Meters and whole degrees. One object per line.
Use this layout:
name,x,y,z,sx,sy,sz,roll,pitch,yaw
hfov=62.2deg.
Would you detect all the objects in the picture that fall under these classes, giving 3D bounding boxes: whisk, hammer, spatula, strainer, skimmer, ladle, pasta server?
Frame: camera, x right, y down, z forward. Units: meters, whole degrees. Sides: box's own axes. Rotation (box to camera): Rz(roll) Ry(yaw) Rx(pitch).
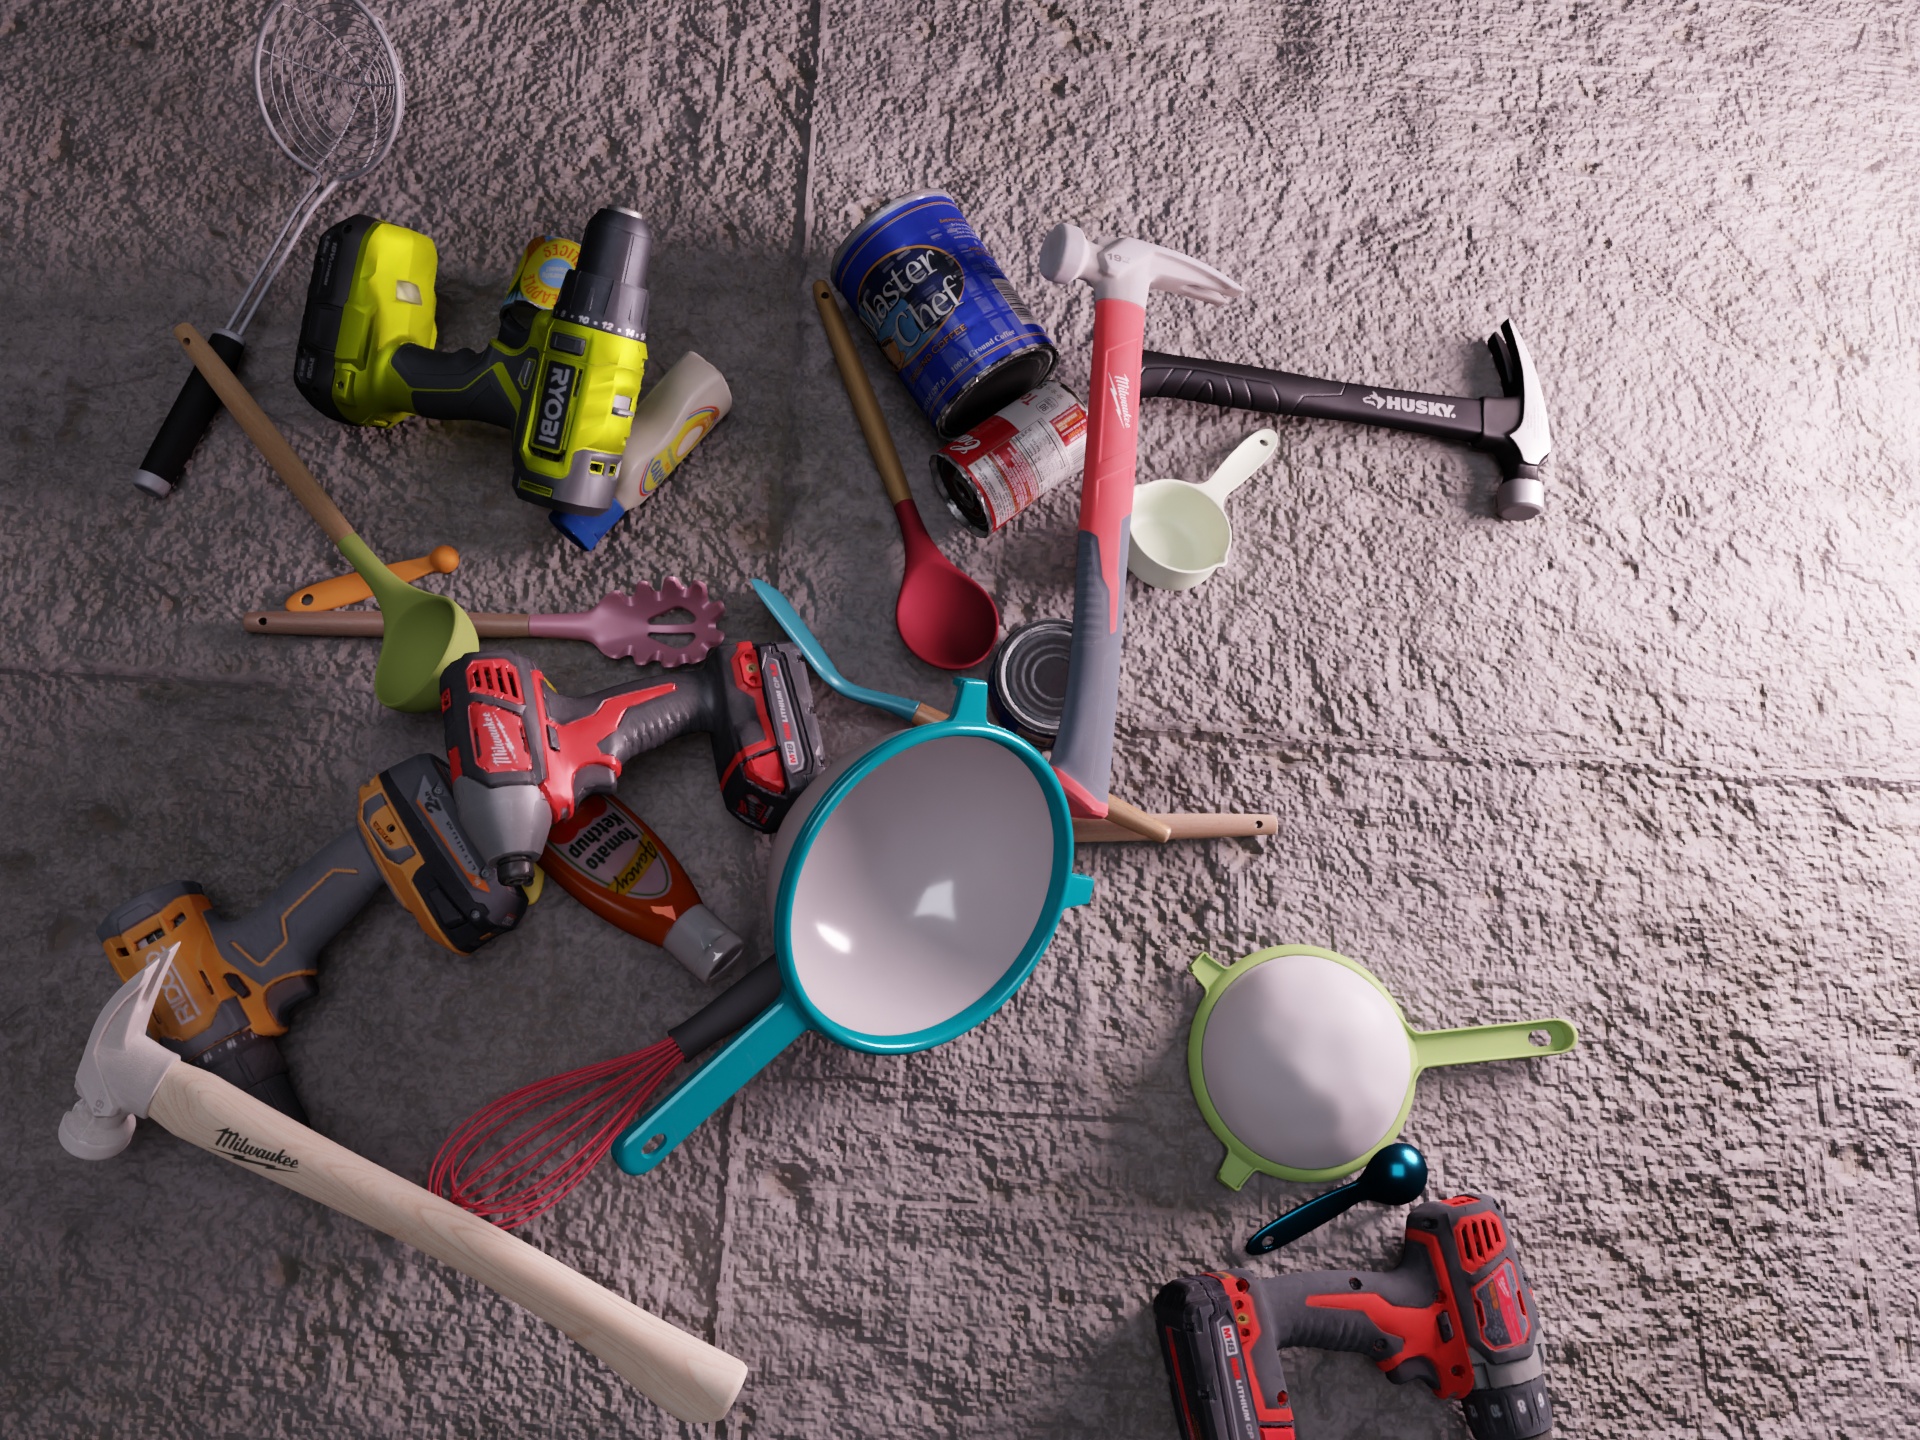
whisk,-0.190,0.213,0.977,0.296,0.073,0.073,-33,80,-19
hammer,0.108,-0.127,1.042,0.143,0.038,0.386,9,80,-23
hammer,-0.302,0.276,0.898,0.410,0.038,0.146,30,114,-4
spatula,-0.002,-0.003,1.046,0.317,0.082,0.044,26,93,2
strainer,0.276,0.210,1.008,0.256,0.069,0.152,-4,75,-5
hammer,0.259,-0.236,1.141,0.334,0.035,0.146,7,74,-6
strainer,-0.086,0.131,0.958,0.340,0.095,0.210,-41,126,-16
skimmer,-0.487,-0.327,1.081,0.127,0.090,0.363,16,74,17
ladle,-0.417,-0.136,1.021,0.078,0.062,0.320,-41,83,13
spatula,0.054,0.075,1.054,0.316,0.018,0.060,-2,85,-5
pasta server,-0.313,-0.064,1.052,0.316,0.040,0.060,1,85,-4
ladle,-0.049,-0.174,1.111,0.069,0.031,0.316,-17,75,-12

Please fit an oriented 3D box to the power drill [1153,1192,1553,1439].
power drill,0.246,0.398,0.953,0.226,0.080,0.188,-9,76,-10

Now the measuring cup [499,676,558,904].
measuring cup,-0.285,0.040,1.028,0.062,0.029,0.157,-6,76,-7

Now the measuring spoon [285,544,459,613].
measuring spoon,-0.395,-0.095,1.066,0.117,0.011,0.021,-19,77,-10

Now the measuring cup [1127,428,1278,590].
measuring cup,0.173,-0.153,1.125,0.083,0.038,0.167,41,58,7

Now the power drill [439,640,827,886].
power drill,-0.201,0.023,0.981,0.219,0.078,0.143,-5,67,-23

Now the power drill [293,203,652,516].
power drill,-0.305,-0.251,1.028,0.228,0.080,0.190,18,100,18

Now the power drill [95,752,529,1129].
power drill,-0.380,0.146,0.967,0.226,0.084,0.185,-31,82,-8

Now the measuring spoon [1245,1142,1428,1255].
measuring spoon,0.239,0.308,0.997,0.128,0.021,0.042,-25,111,-7
